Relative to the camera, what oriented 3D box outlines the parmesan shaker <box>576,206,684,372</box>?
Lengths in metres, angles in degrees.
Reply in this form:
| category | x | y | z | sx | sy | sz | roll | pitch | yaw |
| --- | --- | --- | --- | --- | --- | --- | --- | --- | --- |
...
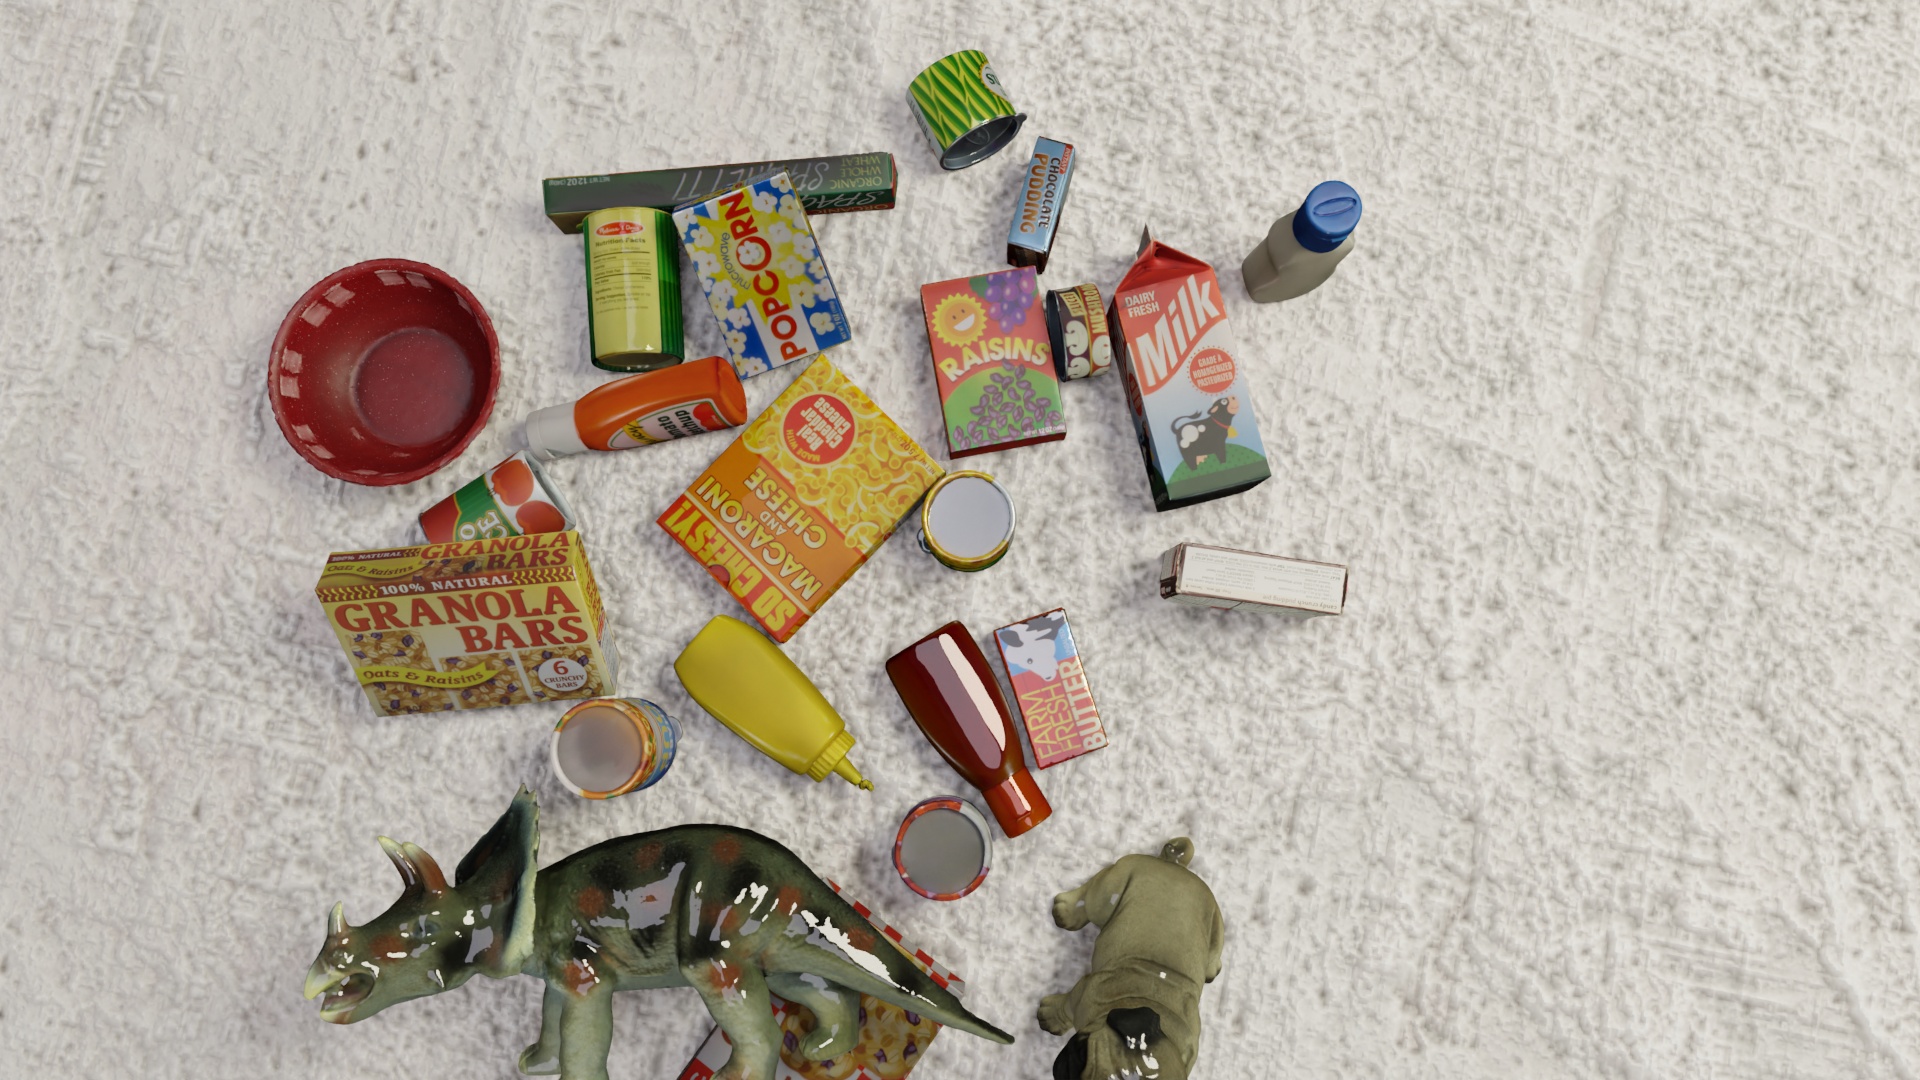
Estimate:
| category | x | y | z | sx | sy | sz | roll | pitch | yaw |
| --- | --- | --- | --- | --- | --- | --- | --- | --- | --- |
| parmesan shaker | -0.233 | -0.175 | 0.983 | 0.071 | 0.071 | 0.103 | -4 | 84 | 0 |

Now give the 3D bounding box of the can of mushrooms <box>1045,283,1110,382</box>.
| category | x | y | z | sx | sy | sz | roll | pitch | yaw |
| --- | --- | --- | --- | --- | --- | --- | --- | --- | --- |
| can of mushrooms | 0.082 | -0.148 | 0.975 | 0.033 | 0.071 | 0.071 | -10 | 84 | -2 |

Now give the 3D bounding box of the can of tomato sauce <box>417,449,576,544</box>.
| category | x | y | z | sx | sy | sz | roll | pitch | yaw |
| --- | --- | --- | --- | --- | --- | --- | --- | --- | --- |
| can of tomato sauce | -0.319 | -0.013 | 0.962 | 0.083 | 0.071 | 0.071 | -34 | 85 | -4 |

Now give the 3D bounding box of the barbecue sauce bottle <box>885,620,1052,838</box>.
| category | x | y | z | sx | sy | sz | roll | pitch | yaw |
| --- | --- | --- | --- | --- | --- | --- | --- | --- | --- |
| barbecue sauce bottle | 0.010 | 0.132 | 0.957 | 0.065 | 0.043 | 0.148 | -31 | 85 | 0 |

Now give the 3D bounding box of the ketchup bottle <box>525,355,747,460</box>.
| category | x | y | z | sx | sy | sz | roll | pitch | yaw |
| --- | --- | --- | --- | --- | --- | --- | --- | --- | --- |
| ketchup bottle | -0.229 | -0.090 | 0.977 | 0.149 | 0.064 | 0.043 | -12 | 69 | 8 |

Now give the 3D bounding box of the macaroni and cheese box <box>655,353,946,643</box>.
| category | x | y | z | sx | sy | sz | roll | pitch | yaw |
| --- | --- | --- | --- | --- | --- | --- | --- | --- | --- |
| macaroni and cheese box | -0.111 | -0.029 | 0.977 | 0.124 | 0.040 | 0.166 | 44 | 85 | 6 |

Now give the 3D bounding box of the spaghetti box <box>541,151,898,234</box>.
| category | x | y | z | sx | sy | sz | roll | pitch | yaw |
| --- | --- | --- | --- | --- | --- | --- | --- | --- | --- |
| spaghetti box | -0.170 | -0.250 | 0.998 | 0.250 | 0.050 | 0.028 | -5 | 86 | 0 |

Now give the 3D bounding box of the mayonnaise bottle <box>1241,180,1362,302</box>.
| category | x | y | z | sx | sy | sz | roll | pitch | yaw |
| --- | --- | --- | --- | --- | --- | --- | --- | --- | --- |
| mayonnaise bottle | 0.235 | -0.201 | 0.942 | 0.065 | 0.148 | 0.041 | -15 | 84 | -1 |

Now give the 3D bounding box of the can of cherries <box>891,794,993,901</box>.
| category | x | y | z | sx | sy | sz | roll | pitch | yaw |
| --- | --- | --- | --- | --- | --- | --- | --- | --- | --- |
| can of cherries | -0.013 | 0.209 | 0.940 | 0.071 | 0.058 | 0.071 | 0 | 83 | 0 |

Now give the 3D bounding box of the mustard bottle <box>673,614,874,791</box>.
| category | x | y | z | sx | sy | sz | roll | pitch | yaw |
| --- | --- | --- | --- | --- | --- | --- | --- | --- | --- |
| mustard bottle | -0.122 | 0.121 | 0.956 | 0.160 | 0.049 | 0.065 | 42 | 86 | 4 |

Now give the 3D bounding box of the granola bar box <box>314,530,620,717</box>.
| category | x | y | z | sx | sy | sz | roll | pitch | yaw |
| --- | --- | --- | --- | --- | --- | --- | --- | --- | --- |
| granola bar box | -0.325 | 0.057 | 0.932 | 0.166 | 0.123 | 0.039 | -5 | 41 | 0 |

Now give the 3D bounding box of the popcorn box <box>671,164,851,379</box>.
| category | x | y | z | sx | sy | sz | roll | pitch | yaw |
| --- | --- | --- | --- | --- | --- | --- | --- | --- | --- |
| popcorn box | -0.137 | -0.186 | 0.971 | 0.085 | 0.038 | 0.126 | -20 | 110 | 2 |

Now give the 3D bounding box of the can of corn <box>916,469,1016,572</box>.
| category | x | y | z | sx | sy | sz | roll | pitch | yaw |
| --- | --- | --- | --- | --- | --- | --- | --- | --- | --- |
| can of corn | 0.003 | -0.012 | 0.966 | 0.071 | 0.058 | 0.071 | 0 | 83 | 0 |

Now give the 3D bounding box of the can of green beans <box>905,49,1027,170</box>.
| category | x | y | z | sx | sy | sz | roll | pitch | yaw |
| --- | --- | --- | --- | --- | --- | --- | --- | --- | --- |
| can of green beans | 0.002 | -0.309 | 0.997 | 0.071 | 0.071 | 0.058 | -27 | 84 | -3 |

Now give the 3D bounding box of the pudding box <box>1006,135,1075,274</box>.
| category | x | y | z | sx | sy | sz | roll | pitch | yaw |
| --- | --- | --- | --- | --- | --- | --- | --- | --- | --- |
| pudding box | 0.058 | -0.240 | 0.996 | 0.030 | 0.049 | 0.084 | 16 | 84 | 3 |

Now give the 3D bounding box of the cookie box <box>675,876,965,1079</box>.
| category | x | y | z | sx | sy | sz | roll | pitch | yaw |
| --- | --- | --- | --- | --- | --- | --- | --- | --- | --- |
| cookie box | -0.095 | 0.334 | 0.935 | 0.123 | 0.040 | 0.167 | 36 | 85 | 4 |

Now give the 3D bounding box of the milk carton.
| category | x | y | z | sx | sy | sz | roll | pitch | yaw |
| --- | --- | --- | --- | --- | --- | --- | --- | --- | --- |
| milk carton | 0.151 | -0.122 | 0.971 | 0.073 | 0.072 | 0.190 | -14 | 83 | -1 |

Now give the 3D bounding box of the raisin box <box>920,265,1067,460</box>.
| category | x | y | z | sx | sy | sz | roll | pitch | yaw |
| --- | --- | --- | --- | --- | --- | --- | --- | --- | --- |
| raisin box | 0.023 | -0.126 | 0.989 | 0.086 | 0.040 | 0.123 | -11 | 85 | 0 |

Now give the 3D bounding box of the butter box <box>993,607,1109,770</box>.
| category | x | y | z | sx | sy | sz | roll | pitch | yaw |
| --- | --- | --- | --- | --- | --- | --- | --- | --- | --- |
| butter box | 0.063 | 0.103 | 0.969 | 0.053 | 0.024 | 0.103 | -18 | 84 | -2 |

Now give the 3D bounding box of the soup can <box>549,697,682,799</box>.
| category | x | y | z | sx | sy | sz | roll | pitch | yaw |
| --- | --- | --- | --- | --- | --- | --- | --- | --- | --- |
| soup can | -0.230 | 0.138 | 0.937 | 0.071 | 0.083 | 0.071 | 0 | 83 | 0 |
